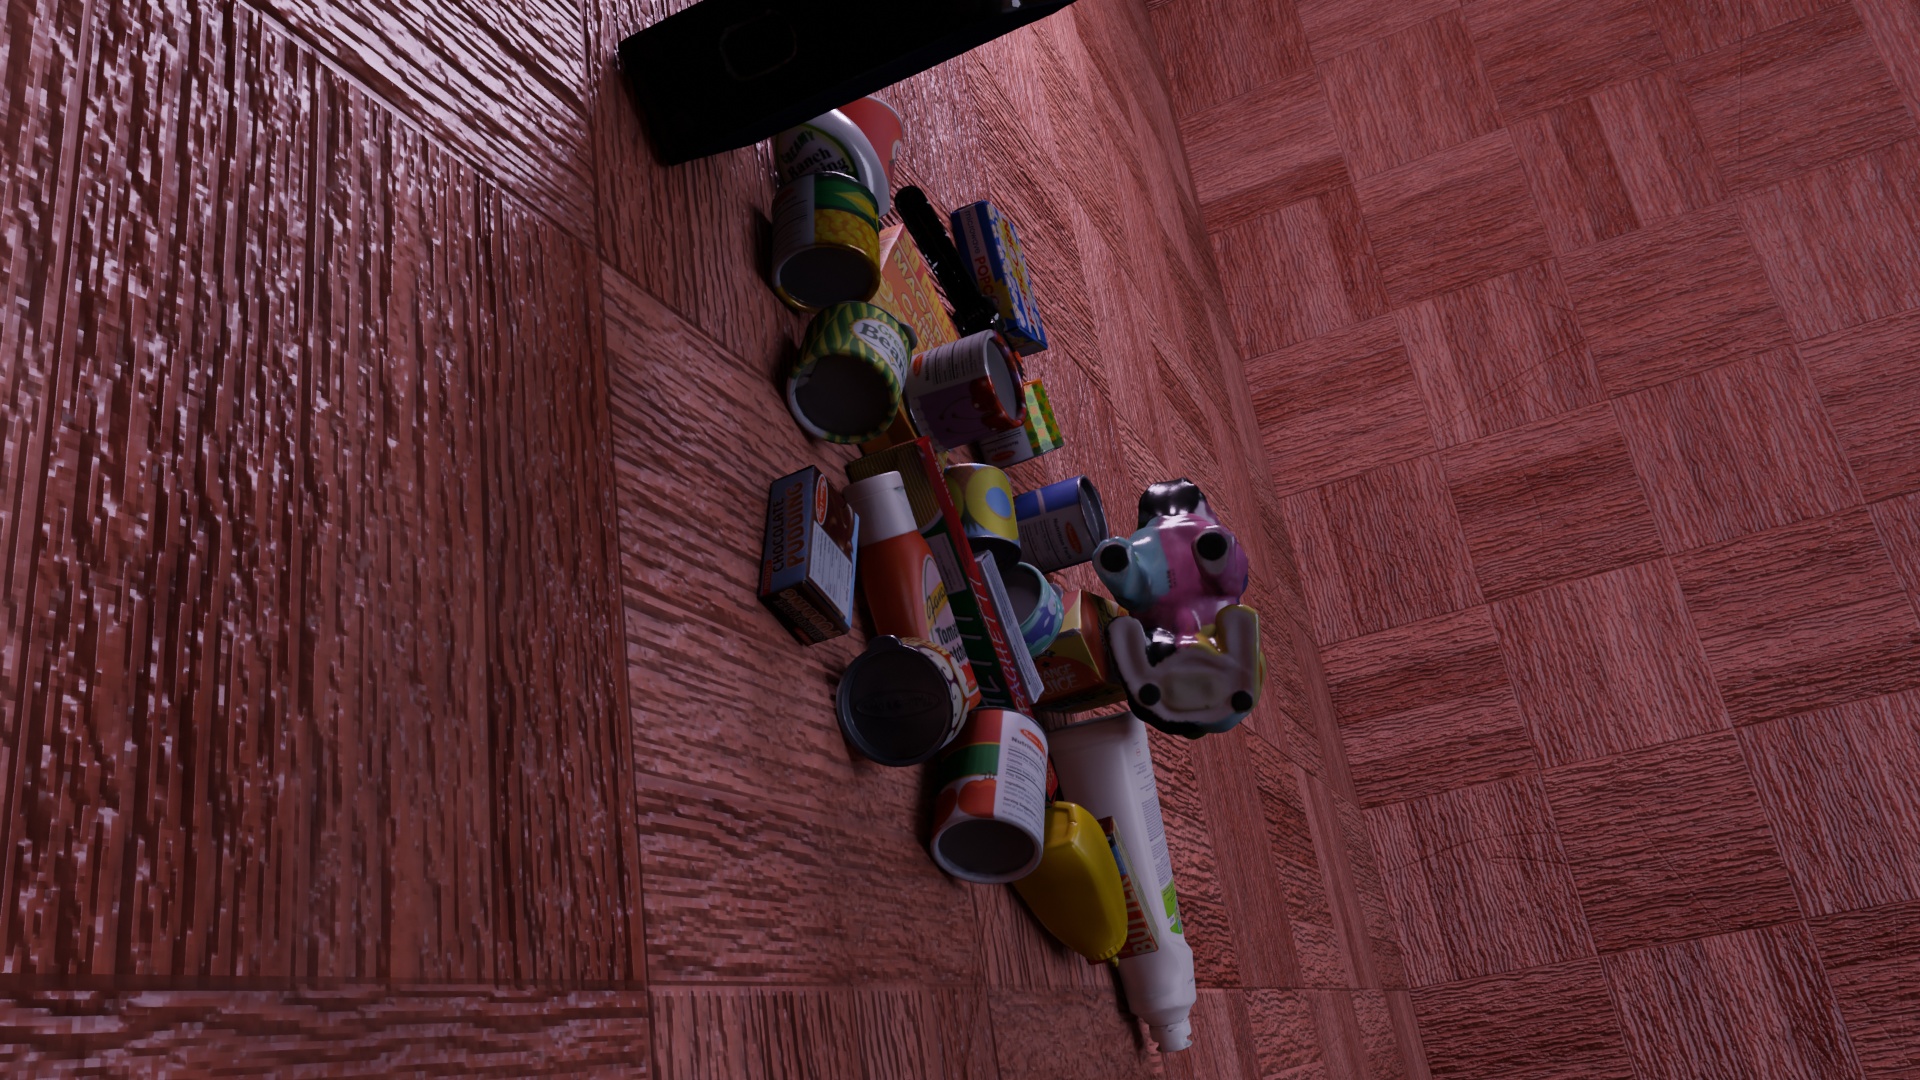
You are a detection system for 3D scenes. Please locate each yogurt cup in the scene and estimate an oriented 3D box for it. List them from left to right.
[{"bbox_3d":[-0.073,-0.261,0.944,0.072,0.072,0.054,42,43,-56],"label":"yogurt cup"}]

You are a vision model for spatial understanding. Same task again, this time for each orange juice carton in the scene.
[{"bbox_3d":[0.083,0.086,1.056,0.192,0.071,0.073,22,53,-66],"label":"orange juice carton"}]

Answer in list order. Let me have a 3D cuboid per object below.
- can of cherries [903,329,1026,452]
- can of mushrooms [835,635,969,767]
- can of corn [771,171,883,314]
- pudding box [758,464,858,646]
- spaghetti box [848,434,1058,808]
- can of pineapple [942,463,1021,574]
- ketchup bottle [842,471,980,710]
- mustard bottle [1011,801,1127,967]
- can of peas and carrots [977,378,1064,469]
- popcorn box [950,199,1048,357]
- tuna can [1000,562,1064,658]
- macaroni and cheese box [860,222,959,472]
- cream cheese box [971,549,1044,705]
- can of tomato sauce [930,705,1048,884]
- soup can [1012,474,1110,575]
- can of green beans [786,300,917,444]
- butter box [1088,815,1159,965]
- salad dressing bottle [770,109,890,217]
[{"bbox_3d":[0.005,-0.094,0.893,0.071,0.058,0.072,51,30,-45],"label":"can of cherries"},{"bbox_3d":[-0.031,0.084,0.750,0.033,0.071,0.071,-12,85,-72],"label":"can of mushrooms"},{"bbox_3d":[-0.079,-0.178,0.843,0.071,0.071,0.058,47,32,-52],"label":"can of corn"},{"bbox_3d":[-0.079,0.008,0.740,0.049,0.030,0.084,52,27,-42],"label":"pudding box"},{"bbox_3d":[-0.003,0.057,0.878,0.249,0.050,0.029,69,20,-10],"label":"spaghetti box"},{"bbox_3d":[0.003,-0.012,0.932,0.071,0.071,0.058,42,35,-56],"label":"can of pineapple"},{"bbox_3d":[-0.032,0.034,0.827,0.065,0.043,0.148,-17,89,-71],"label":"ketchup bottle"},{"bbox_3d":[0.079,0.238,0.930,0.049,0.065,0.159,-78,151,-46],"label":"mustard bottle"},{"bbox_3d":[0.044,-0.093,1.111,0.058,0.071,0.071,70,19,-5],"label":"can of peas and carrots"},{"bbox_3d":[0.036,-0.234,1.257,0.085,0.038,0.127,16,58,-69],"label":"popcorn box"},{"bbox_3d":[0.037,0.048,0.964,0.032,0.071,0.071,53,27,-43],"label":"tuna can"},{"bbox_3d":[-0.044,-0.125,0.938,0.167,0.040,0.123,-77,145,-55],"label":"macaroni and cheese box"},{"bbox_3d":[0.011,0.062,0.906,0.103,0.053,0.024,69,21,-10],"label":"cream cheese box"},{"bbox_3d":[0.016,0.152,0.827,0.083,0.071,0.071,-83,149,-50],"label":"can of tomato sauce"},{"bbox_3d":[0.066,-0.009,1.072,0.071,0.083,0.071,-18,91,-71],"label":"soup can"},{"bbox_3d":[-0.065,-0.098,0.817,0.058,0.071,0.071,-80,147,-53],"label":"can of green beans"},{"bbox_3d":[0.101,0.251,0.989,0.024,0.053,0.103,-62,132,-68],"label":"butter box"},{"bbox_3d":[-0.100,-0.263,0.882,0.147,0.064,0.044,59,32,-12],"label":"salad dressing bottle"}]
